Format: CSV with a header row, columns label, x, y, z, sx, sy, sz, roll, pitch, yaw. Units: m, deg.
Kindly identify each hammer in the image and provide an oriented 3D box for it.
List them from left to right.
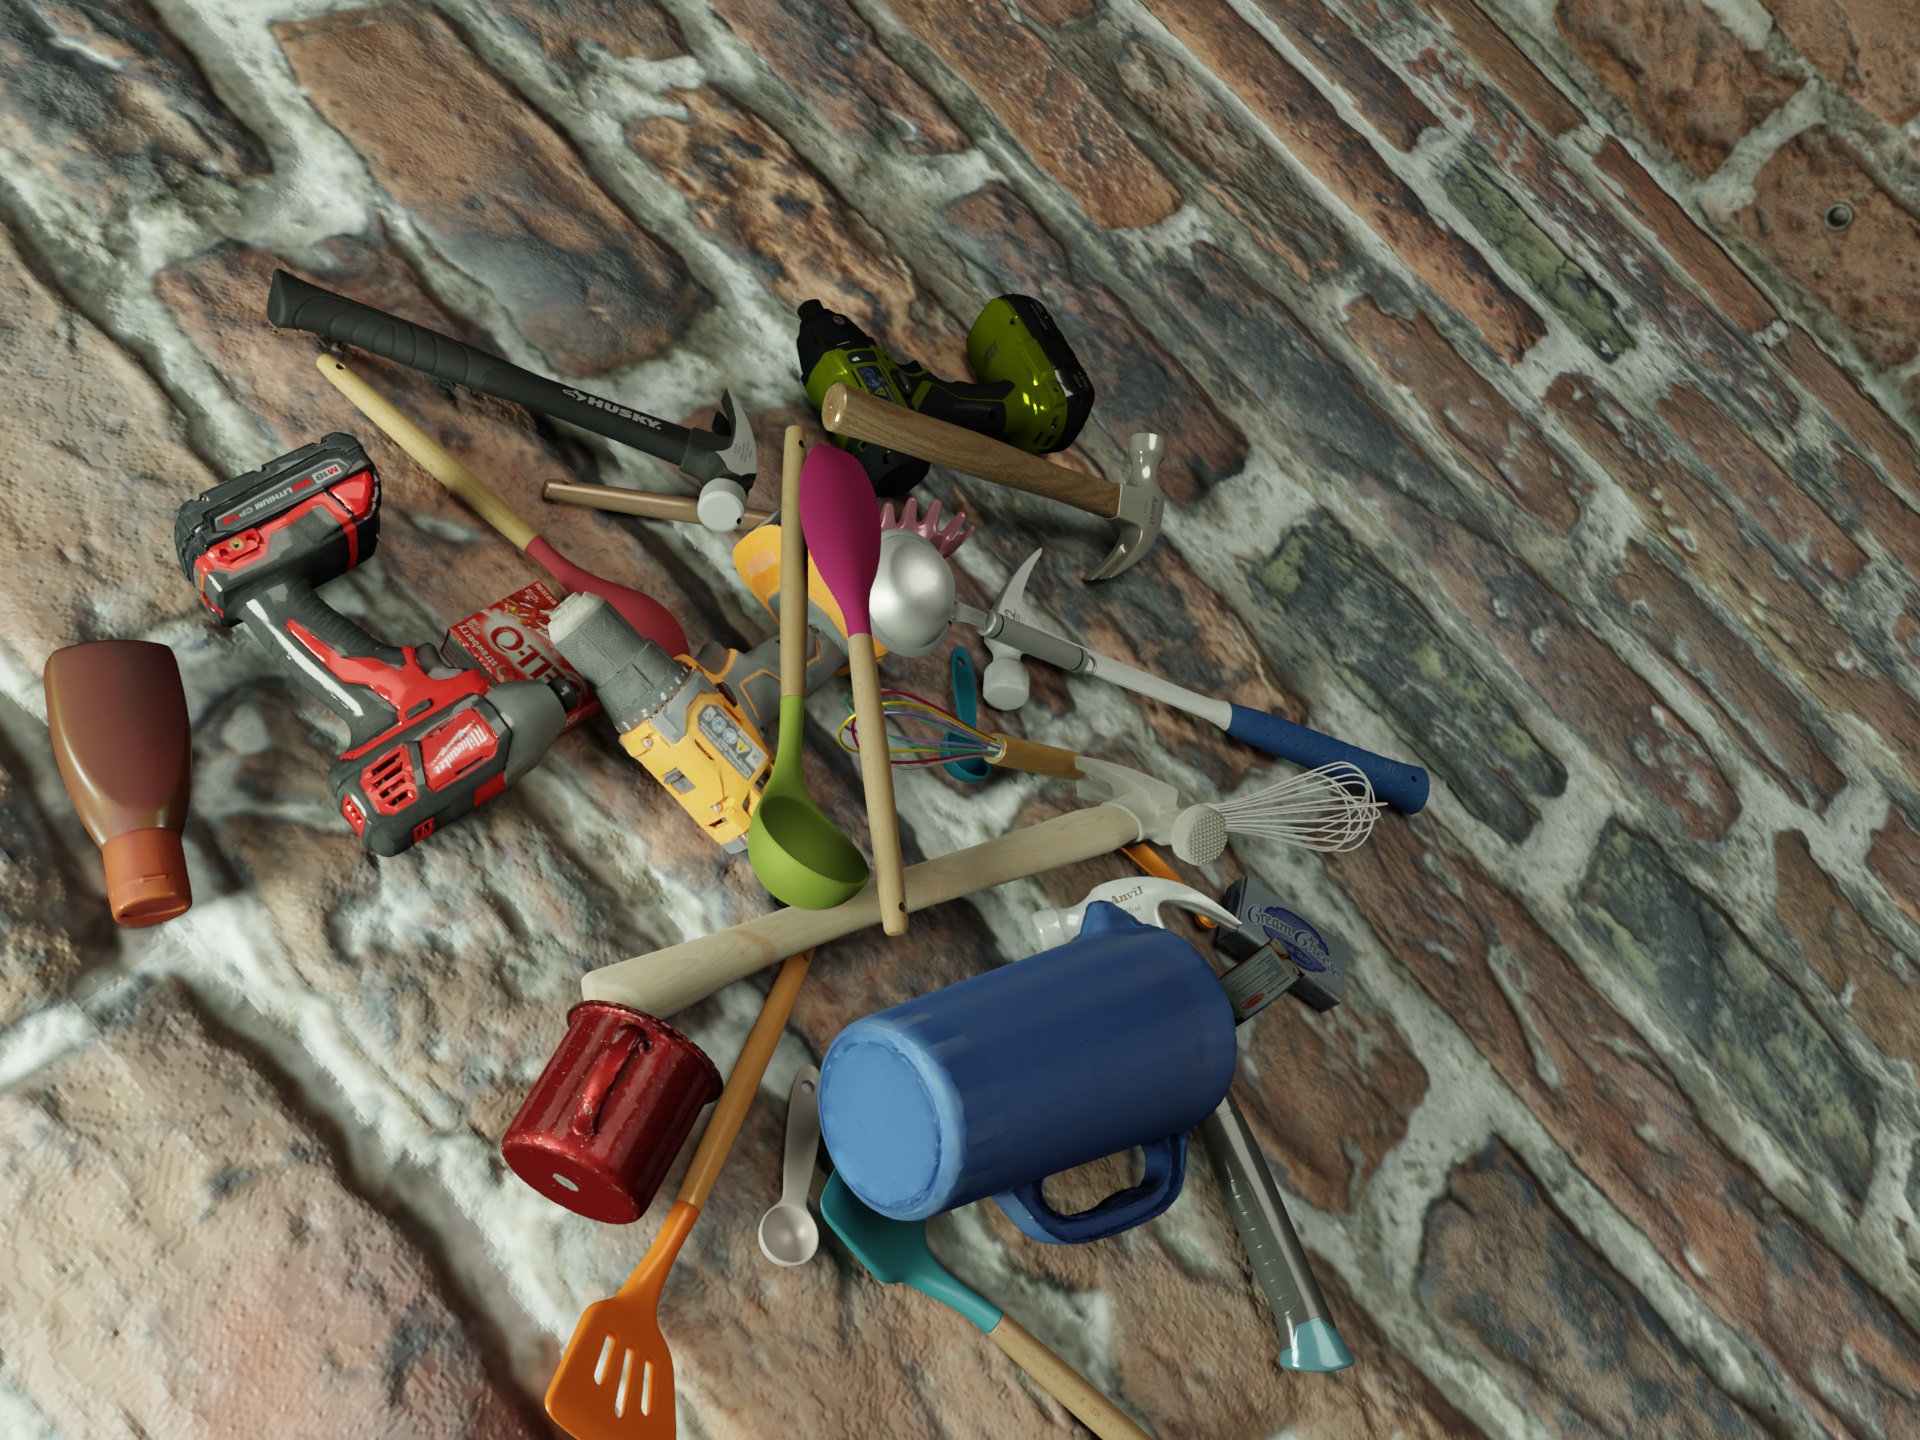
label,x,y,z,sx,sy,sz,roll,pitch,yaw
hammer,-0.298,-0.229,1.076,0.334,0.035,0.146,19,34,-15
hammer,-0.037,0.103,0.986,0.410,0.146,0.038,-16,112,-29
hammer,0.035,-0.193,1.217,0.331,0.031,0.130,11,82,-39
hammer,0.201,-0.012,1.258,0.405,0.035,0.144,20,50,-20
hammer,0.164,0.255,1.024,0.128,0.033,0.331,-20,74,-6

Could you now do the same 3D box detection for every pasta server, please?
label,x,y,z,sx,sy,sz,roll,pitch,yaw
pasta server,-0.137,-0.149,1.134,0.316,0.040,0.060,5,32,-28

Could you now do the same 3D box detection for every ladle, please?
label,x,y,z,sx,sy,sz,roll,pitch,yaw
ladle,-0.296,-0.131,1.029,0.315,0.031,0.069,41,43,1
ladle,-0.093,-0.041,0.964,0.078,0.062,0.320,20,60,-45

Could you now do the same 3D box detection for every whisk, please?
label,x,y,z,sx,sy,sz,roll,pitch,yaw
whisk,0.006,0.017,1.072,0.051,0.047,0.244,32,12,39
whisk,0.206,0.070,1.186,0.284,0.070,0.070,-2,60,-31

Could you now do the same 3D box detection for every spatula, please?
label,x,y,z,sx,sy,sz,roll,pitch,yaw
spatula,-0.132,0.241,0.859,0.081,0.041,0.323,44,42,-21
spatula,0.044,0.352,0.892,0.317,0.044,0.082,42,36,-2

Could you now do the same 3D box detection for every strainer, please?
label,x,y,z,sx,sy,sz,roll,pitch,yaw
strainer,0.016,-0.070,1.090,0.258,0.050,0.087,19,71,-45

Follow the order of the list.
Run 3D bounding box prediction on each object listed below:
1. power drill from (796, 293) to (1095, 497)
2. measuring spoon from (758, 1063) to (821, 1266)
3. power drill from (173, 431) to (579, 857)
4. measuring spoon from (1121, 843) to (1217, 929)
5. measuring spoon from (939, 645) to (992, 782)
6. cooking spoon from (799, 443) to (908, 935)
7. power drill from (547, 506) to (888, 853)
label,x,y,z,sx,sy,sz,roll,pitch,yaw
power drill,-0.017,-0.274,1.276,0.223,0.080,0.171,-15,69,-36
measuring spoon,-0.094,0.251,0.899,0.034,0.018,0.124,22,43,-18
power drill,-0.326,-0.045,0.899,0.143,0.078,0.220,-35,84,-28
measuring spoon,0.141,0.110,1.152,0.117,0.011,0.021,43,40,5
measuring spoon,-0.002,-0.004,1.138,0.042,0.021,0.129,29,37,-29
cooking spoon,-0.057,-0.027,0.961,0.068,0.017,0.319,13,62,-44
power drill,-0.143,-0.052,1.013,0.185,0.084,0.226,48,47,-17
